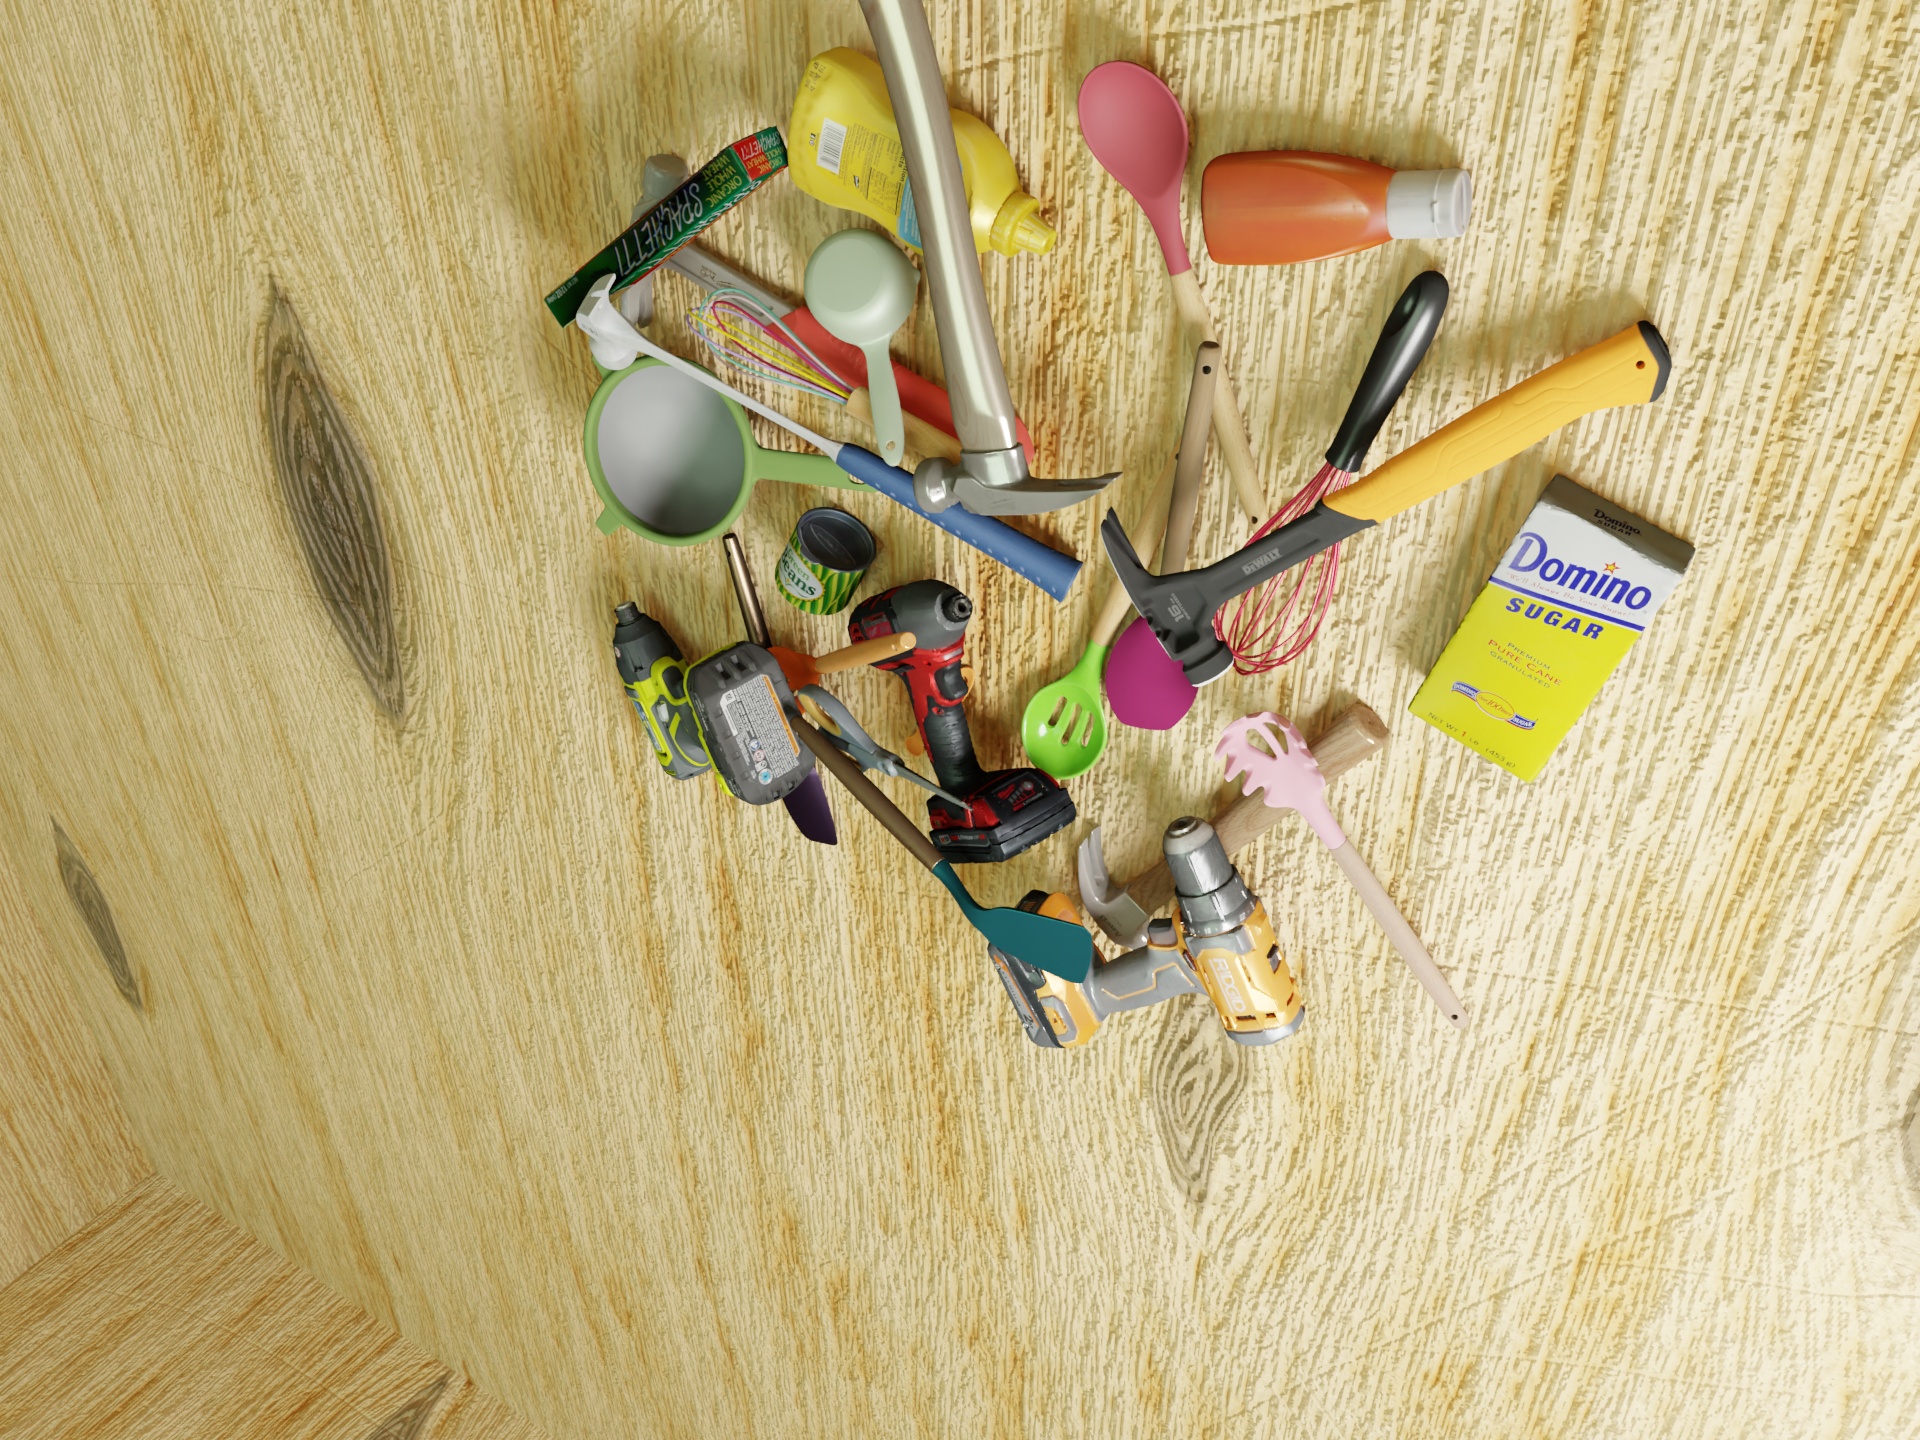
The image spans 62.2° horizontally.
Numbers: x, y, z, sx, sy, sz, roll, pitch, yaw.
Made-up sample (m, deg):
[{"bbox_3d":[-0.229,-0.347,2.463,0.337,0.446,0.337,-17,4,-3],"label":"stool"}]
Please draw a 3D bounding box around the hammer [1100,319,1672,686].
[{"bbox_3d":[0.246,-0.141,0.938,0.337,0.034,0.127,-28,106,29],"label":"hammer"}]

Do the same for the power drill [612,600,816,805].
[{"bbox_3d":[-0.228,-0.017,1.388,0.223,0.080,0.171,16,132,54],"label":"power drill"}]

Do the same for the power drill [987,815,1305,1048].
[{"bbox_3d":[0.134,0.167,1.229,0.226,0.084,0.185,-11,112,36],"label":"power drill"}]

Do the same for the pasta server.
[{"bbox_3d":[0.279,0.110,1.122,0.060,0.040,0.316,-27,112,29],"label":"pasta server"}]

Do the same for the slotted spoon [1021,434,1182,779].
[{"bbox_3d":[0.112,-0.077,1.155,0.070,0.031,0.313,33,133,14],"label":"slotted spoon"}]

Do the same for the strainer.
[{"bbox_3d":[-0.170,-0.211,1.255,0.256,0.069,0.151,9,111,15],"label":"strainer"}]

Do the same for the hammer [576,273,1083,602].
[{"bbox_3d":[-0.096,-0.198,1.143,0.405,0.035,0.144,29,175,-1],"label":"hammer"}]

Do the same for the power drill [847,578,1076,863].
[{"bbox_3d":[-0.002,-0.004,1.228,0.143,0.078,0.219,-11,104,60],"label":"power drill"}]

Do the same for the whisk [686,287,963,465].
[{"bbox_3d":[-0.092,-0.241,1.137,0.245,0.051,0.047,31,168,11],"label":"whisk"}]

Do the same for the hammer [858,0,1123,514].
[{"bbox_3d":[-0.005,-0.322,0.978,0.146,0.038,0.410,3,120,33],"label":"hammer"}]

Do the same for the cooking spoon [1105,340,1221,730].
[{"bbox_3d":[0.146,-0.112,1.086,0.069,0.017,0.318,8,131,5],"label":"cooking spoon"}]

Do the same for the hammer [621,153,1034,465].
[{"bbox_3d":[-0.104,-0.270,1.174,0.359,0.037,0.149,34,135,14],"label":"hammer"}]

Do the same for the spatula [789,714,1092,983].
[{"bbox_3d":[-0.025,0.091,1.231,0.318,0.044,0.082,43,153,27],"label":"spatula"}]

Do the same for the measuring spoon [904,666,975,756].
[{"bbox_3d":[-0.015,-0.008,1.314,0.021,0.011,0.117,45,133,9],"label":"measuring spoon"}]

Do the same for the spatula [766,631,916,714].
[{"bbox_3d":[-0.108,-0.041,1.272,0.081,0.041,0.322,53,159,-12],"label":"spatula"}]

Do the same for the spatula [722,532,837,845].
[{"bbox_3d":[-0.165,-0.021,1.411,0.060,0.018,0.315,10,126,35],"label":"spatula"}]

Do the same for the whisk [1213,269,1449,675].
[{"bbox_3d":[0.231,-0.145,0.995,0.073,0.073,0.295,32,129,15],"label":"whisk"}]

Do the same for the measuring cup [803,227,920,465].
[{"bbox_3d":[-0.064,-0.258,1.092,0.083,0.038,0.168,-13,81,16],"label":"measuring cup"}]

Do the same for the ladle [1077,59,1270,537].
[{"bbox_3d":[0.147,-0.257,1.000,0.069,0.031,0.315,-1,120,41],"label":"ladle"}]

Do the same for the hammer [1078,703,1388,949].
[{"bbox_3d":[0.199,0.083,1.198,0.130,0.031,0.331,45,136,2],"label":"hammer"}]
